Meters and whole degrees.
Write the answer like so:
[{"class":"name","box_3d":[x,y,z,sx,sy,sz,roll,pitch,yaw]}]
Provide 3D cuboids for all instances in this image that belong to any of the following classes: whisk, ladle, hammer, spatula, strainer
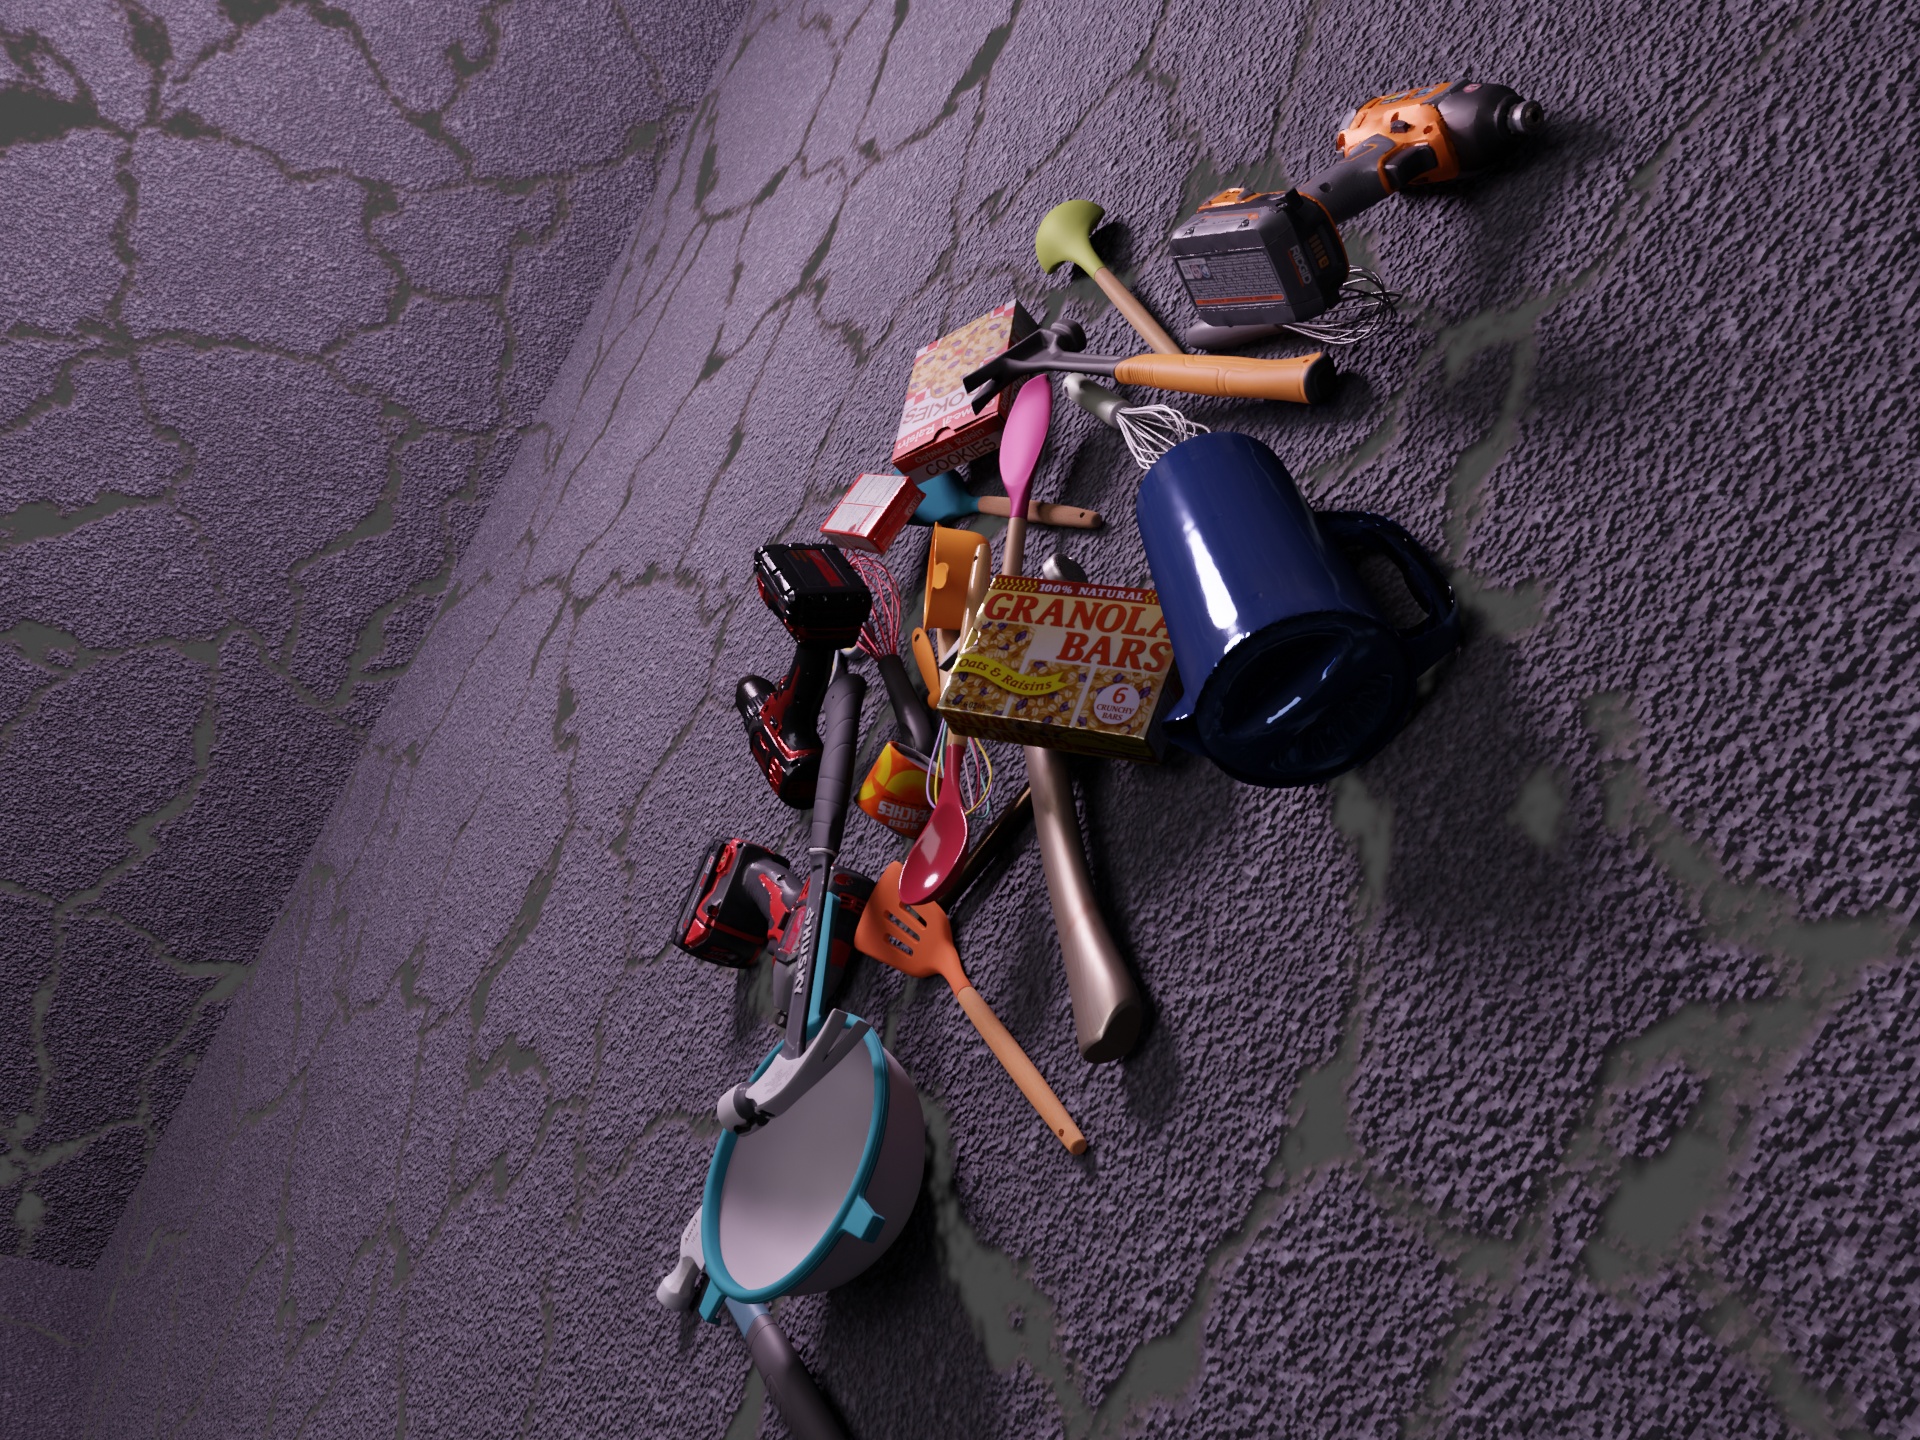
[{"class":"whisk","box_3d":[0.000,-0.005,1.320,0.047,0.051,0.245,-55,24,33]},{"class":"whisk","box_3d":[0.136,-0.248,1.299,0.059,0.057,0.247,-27,30,-6]},{"class":"whisk","box_3d":[0.237,-0.295,1.175,0.239,0.055,0.055,13,78,63]},{"class":"ladle","box_3d":[0.142,-0.372,1.391,0.078,0.062,0.321,-46,41,18]},{"class":"ladle","box_3d":[-0.002,-0.002,1.225,0.069,0.031,0.316,-21,51,44]},{"class":"hammer","box_3d":[-0.108,0.116,1.251,0.149,0.036,0.409,-39,32,37]},{"class":"hammer","box_3d":[0.062,0.063,1.149,0.146,0.038,0.411,-41,40,31]},{"class":"spatula","box_3d":[0.006,0.210,1.149,0.081,0.041,0.323,-64,31,11]},{"class":"spatula","box_3d":[0.026,-0.195,1.420,0.318,0.044,0.082,20,80,58]},{"class":"strainer","box_3d":[-0.088,0.281,1.196,0.211,0.095,0.341,-38,32,33]},{"class":"spatula","box_3d":[0.060,0.046,1.210,0.316,0.018,0.060,-52,33,17]},{"class":"hammer","box_3d":[-0.147,0.468,1.195,0.128,0.033,0.331,-64,31,2]},{"class":"hammer","box_3d":[0.147,-0.269,1.231,0.127,0.034,0.337,-37,33,-26]},{"class":"whisk","box_3d":[-0.069,-0.063,1.454,0.073,0.073,0.296,-49,39,23]}]

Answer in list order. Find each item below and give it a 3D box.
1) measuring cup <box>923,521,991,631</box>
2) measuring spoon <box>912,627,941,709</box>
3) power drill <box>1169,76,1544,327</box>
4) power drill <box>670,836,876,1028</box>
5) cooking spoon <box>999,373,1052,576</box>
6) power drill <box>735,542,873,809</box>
[{"class":"measuring cup","box_3d":[0.002,-0.118,1.332,0.174,0.052,0.095,-144,60,-82]},{"class":"measuring spoon","box_3d":[-0.032,-0.049,1.429,0.021,0.011,0.117,-49,34,23]},{"class":"power drill","box_3d":[0.270,-0.355,1.065,0.226,0.084,0.164,-38,26,-16]},{"class":"power drill","box_3d":[-0.165,0.183,1.399,0.220,0.078,0.143,9,76,55]},{"class":"cooking spoon","box_3d":[0.046,-0.144,1.337,0.069,0.017,0.319,-14,64,54]},{"class":"power drill","box_3d":[-0.160,-0.053,1.491,0.188,0.080,0.226,53,139,48]}]
